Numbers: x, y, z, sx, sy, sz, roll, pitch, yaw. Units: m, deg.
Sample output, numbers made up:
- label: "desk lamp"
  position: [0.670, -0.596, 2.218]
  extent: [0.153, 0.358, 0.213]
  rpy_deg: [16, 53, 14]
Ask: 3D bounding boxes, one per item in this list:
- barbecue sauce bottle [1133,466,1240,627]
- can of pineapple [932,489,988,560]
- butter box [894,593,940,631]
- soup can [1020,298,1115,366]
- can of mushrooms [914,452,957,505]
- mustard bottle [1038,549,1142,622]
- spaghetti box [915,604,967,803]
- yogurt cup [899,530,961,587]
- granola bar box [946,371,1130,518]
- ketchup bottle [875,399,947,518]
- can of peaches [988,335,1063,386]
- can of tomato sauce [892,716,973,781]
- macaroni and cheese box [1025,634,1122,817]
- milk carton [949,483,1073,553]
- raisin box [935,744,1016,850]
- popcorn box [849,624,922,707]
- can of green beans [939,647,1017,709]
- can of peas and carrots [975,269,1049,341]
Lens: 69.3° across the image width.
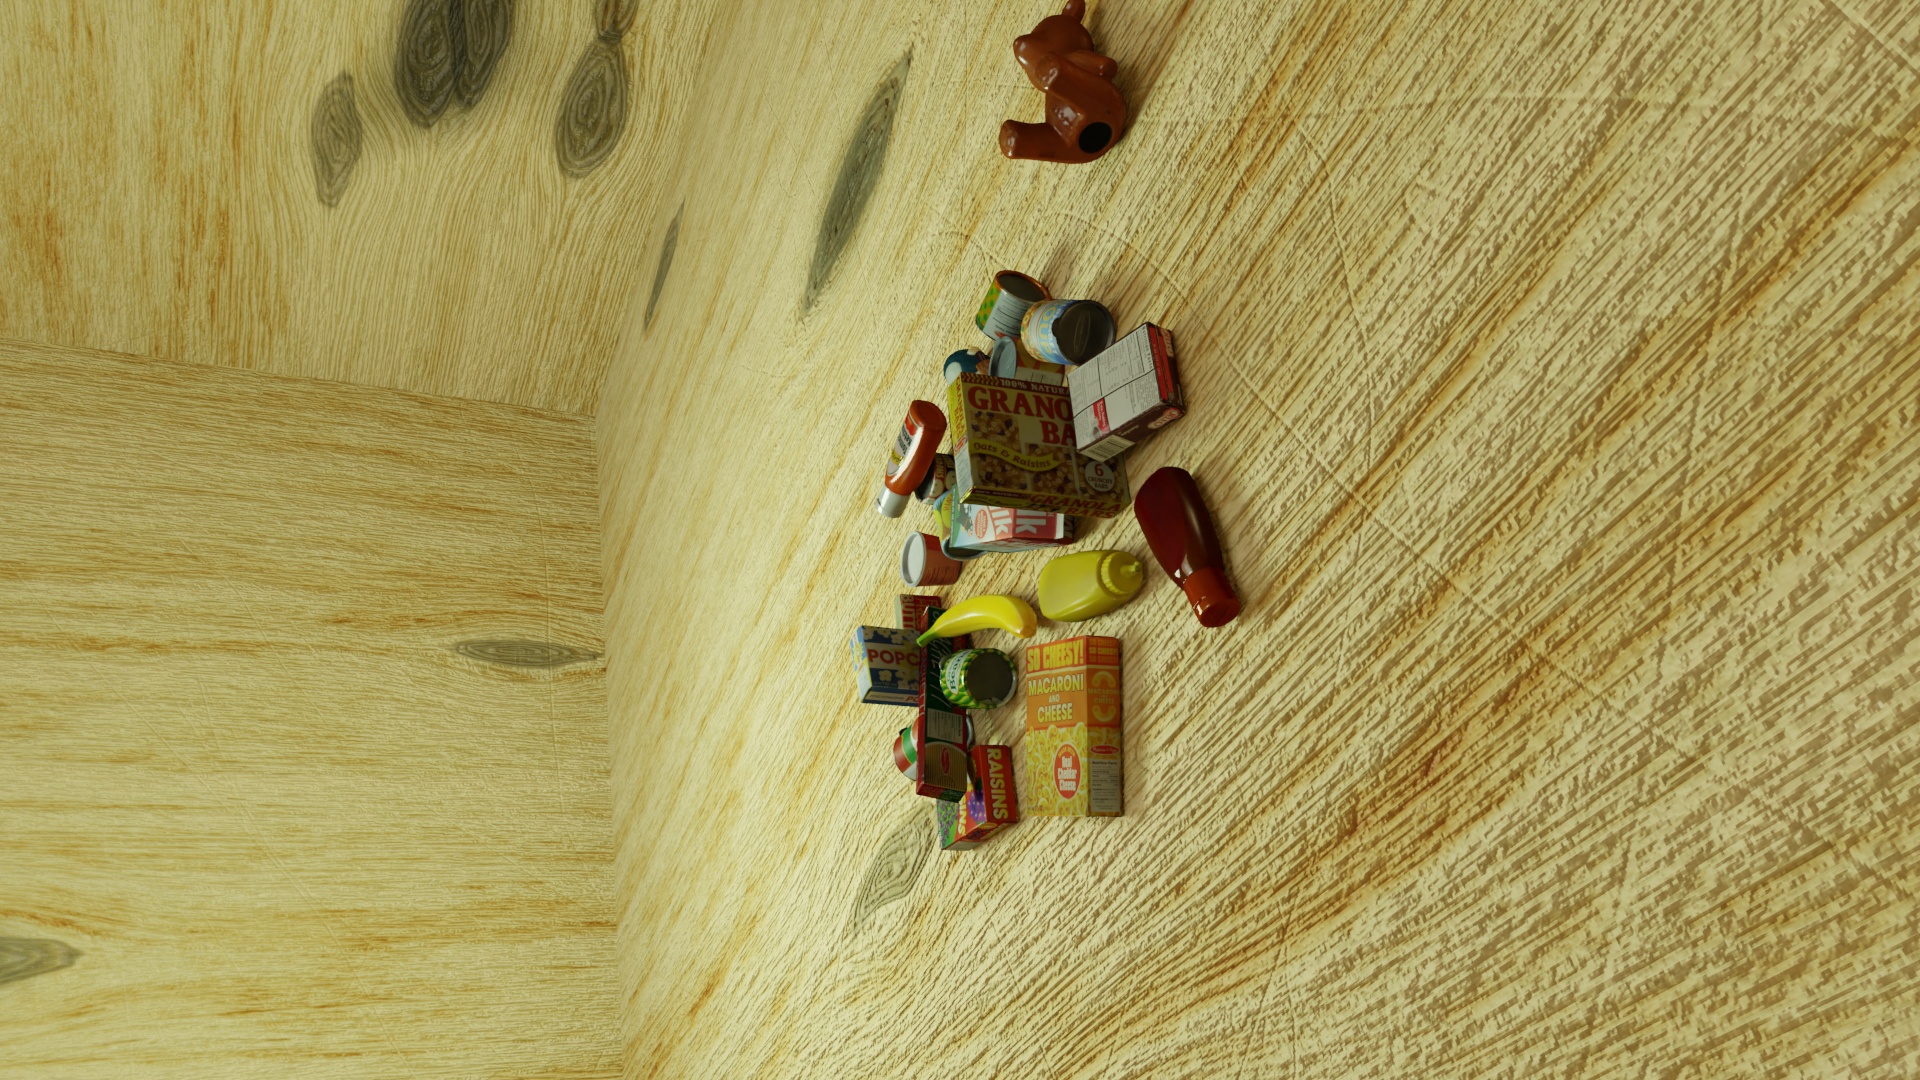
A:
- label: "barbecue sauce bottle"
  position: [0.194, 0.008, 1.182]
  extent: [0.149, 0.044, 0.064]
  rpy_deg: [-108, 34, -41]
- label: "can of pineapple"
  position: [0.006, -0.020, 1.566]
  extent: [0.070, 0.071, 0.058]
  rpy_deg: [122, 144, -44]
- label: "butter box"
  position: [-0.050, 0.115, 1.671]
  extent: [0.024, 0.053, 0.104]
  rpy_deg: [134, 137, -57]
- label: "soup can"
  position: [0.105, -0.210, 1.395]
  extent: [0.084, 0.071, 0.071]
  rpy_deg: [-157, 75, -65]
- label: "can of mushrooms"
  position: [-0.029, -0.077, 1.697]
  extent: [0.071, 0.033, 0.071]
  rpy_deg: [-30, 56, 59]
- label: "mustard bottle"
  position: [0.129, 0.039, 1.308]
  extent: [0.160, 0.049, 0.065]
  rpy_deg: [-22, 65, 62]
- label: "spaghetti box"
  position: [-0.020, 0.175, 1.535]
  extent: [0.251, 0.050, 0.028]
  rpy_deg: [-90, 21, -45]
- label: "yogurt cup"
  position: [-0.034, 0.024, 1.658]
  extent: [0.072, 0.054, 0.072]
  rpy_deg: [-173, 89, -65]
- label: "granola bar box"
  position: [0.073, -0.089, 1.321]
  extent: [0.039, 0.166, 0.124]
  rpy_deg: [134, 135, -54]
- label: "ketchup bottle"
  position: [-0.062, -0.094, 1.678]
  extent: [0.148, 0.043, 0.065]
  rpy_deg: [-65, 31, 32]
- label: "can of peaches"
  position: [0.070, -0.183, 1.480]
  extent: [0.071, 0.058, 0.071]
  rpy_deg: [-173, 89, -66]
- label: "can of tomato sauce"
  position: [-0.032, 0.229, 1.588]
  extent: [0.082, 0.071, 0.071]
  rpy_deg: [-51, 40, 48]
- label: "macaroni and cheese box"
  position: [0.107, 0.180, 1.331]
  extent: [0.123, 0.040, 0.166]
  rpy_deg: [158, 115, -63]
- label: "milk carton"
  position: [0.062, -0.030, 1.441]
  extent: [0.190, 0.073, 0.072]
  rpy_deg: [172, 104, -64]
- label: "raisin box"
  position: [0.016, 0.280, 1.506]
  extent: [0.122, 0.040, 0.086]
  rpy_deg: [132, 138, -54]
- label: "popcorn box"
  position: [-0.059, 0.147, 1.596]
  extent: [0.038, 0.127, 0.085]
  rpy_deg: [-56, 37, 41]
- label: "can of green beans"
  position: [0.020, 0.149, 1.496]
  extent: [0.057, 0.071, 0.071]
  rpy_deg: [166, 109, -64]
- label: "can of peas and carrots"
  position: [0.057, -0.255, 1.517]
  extent: [0.058, 0.071, 0.071]
  rpy_deg: [-63, 32, 36]
